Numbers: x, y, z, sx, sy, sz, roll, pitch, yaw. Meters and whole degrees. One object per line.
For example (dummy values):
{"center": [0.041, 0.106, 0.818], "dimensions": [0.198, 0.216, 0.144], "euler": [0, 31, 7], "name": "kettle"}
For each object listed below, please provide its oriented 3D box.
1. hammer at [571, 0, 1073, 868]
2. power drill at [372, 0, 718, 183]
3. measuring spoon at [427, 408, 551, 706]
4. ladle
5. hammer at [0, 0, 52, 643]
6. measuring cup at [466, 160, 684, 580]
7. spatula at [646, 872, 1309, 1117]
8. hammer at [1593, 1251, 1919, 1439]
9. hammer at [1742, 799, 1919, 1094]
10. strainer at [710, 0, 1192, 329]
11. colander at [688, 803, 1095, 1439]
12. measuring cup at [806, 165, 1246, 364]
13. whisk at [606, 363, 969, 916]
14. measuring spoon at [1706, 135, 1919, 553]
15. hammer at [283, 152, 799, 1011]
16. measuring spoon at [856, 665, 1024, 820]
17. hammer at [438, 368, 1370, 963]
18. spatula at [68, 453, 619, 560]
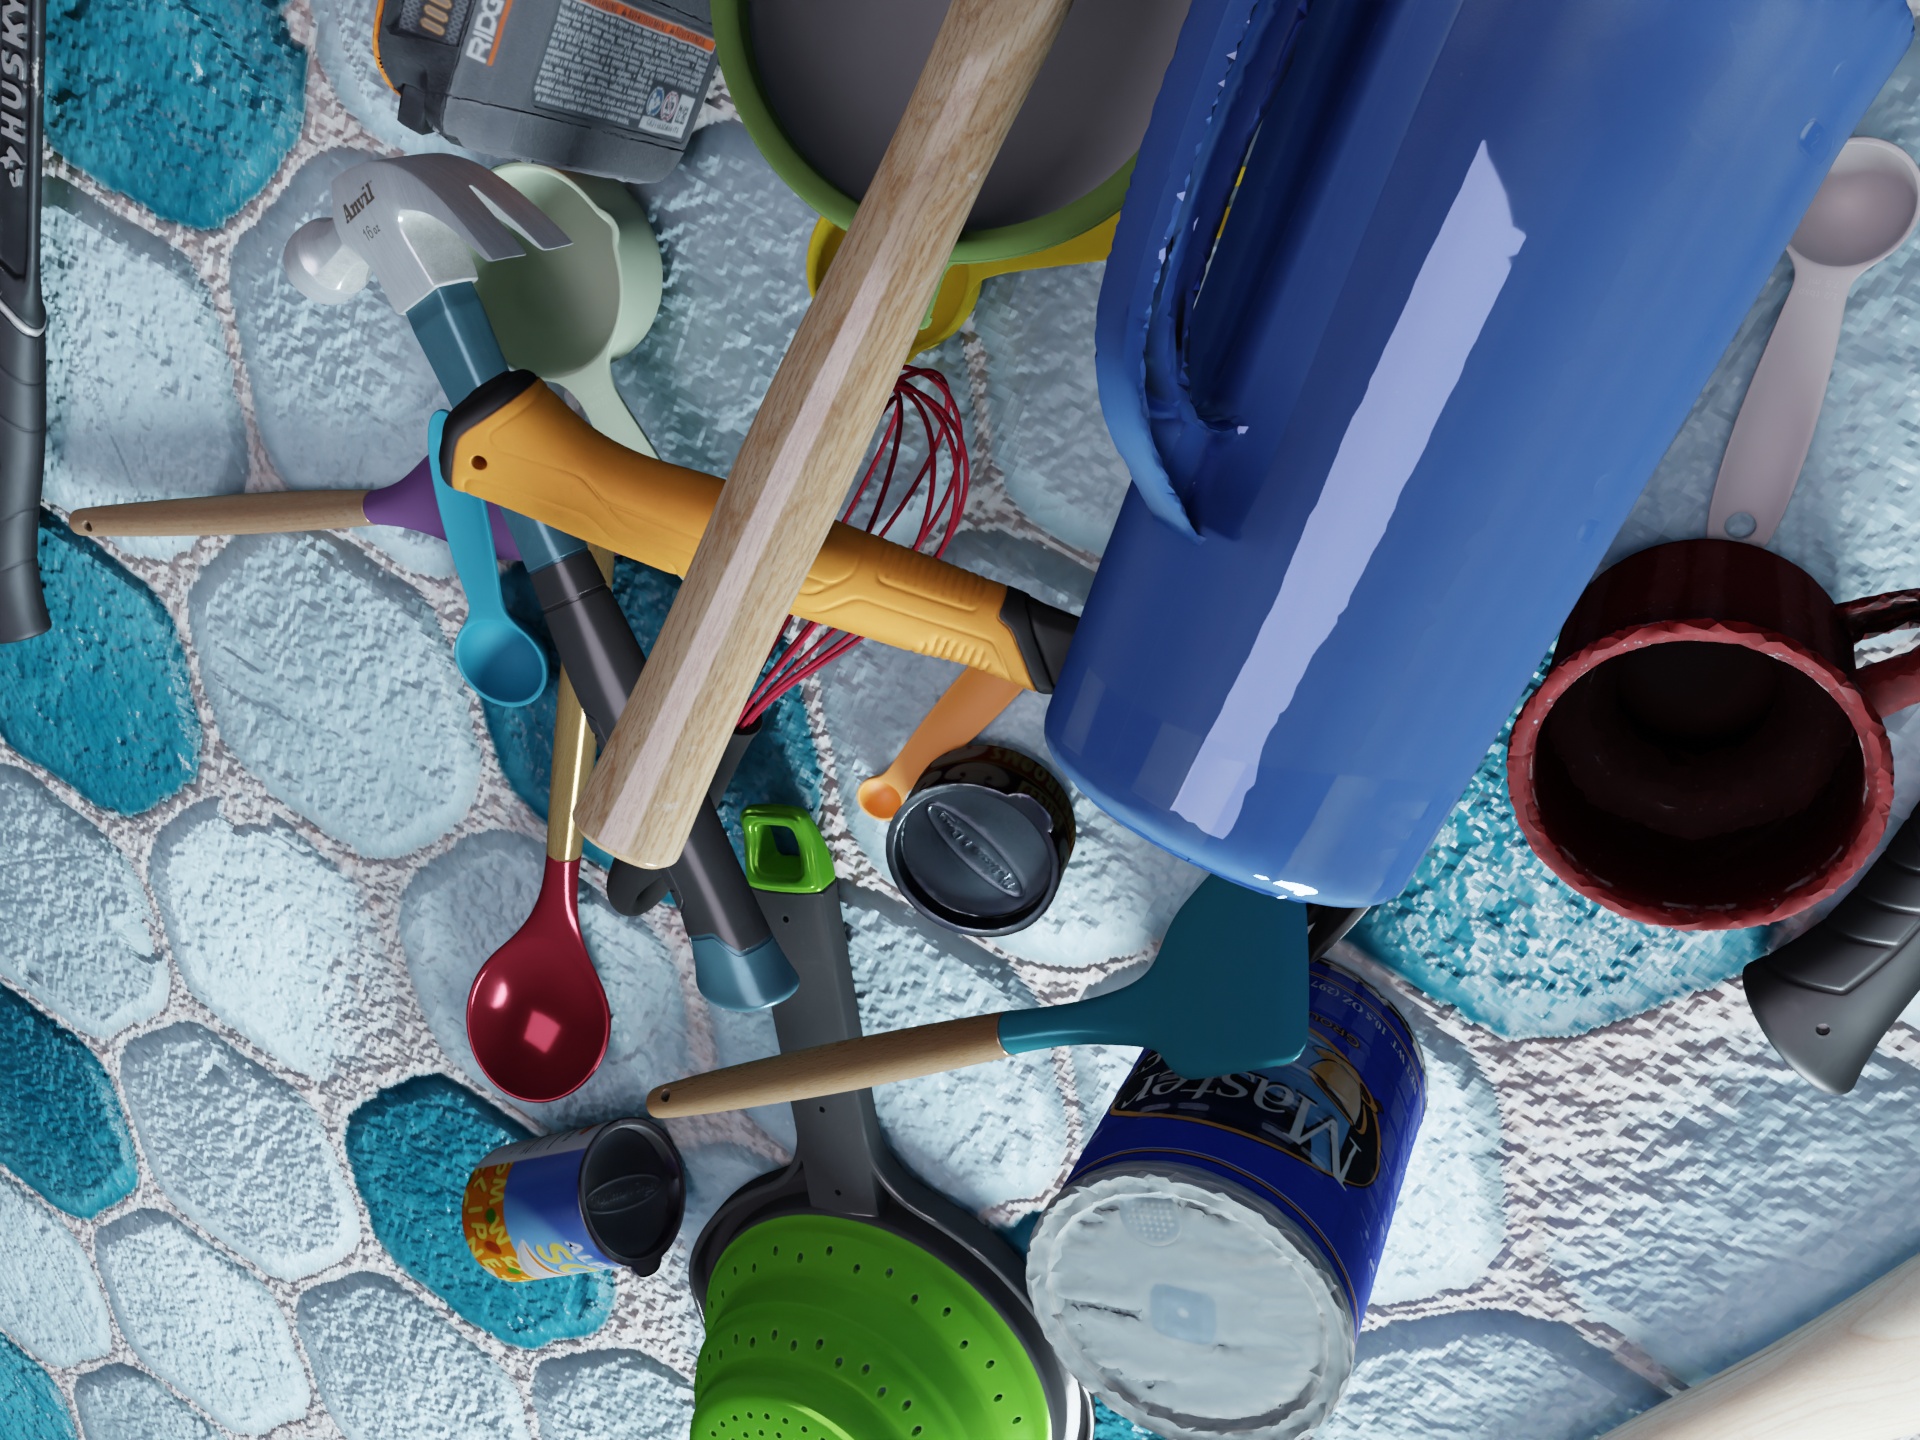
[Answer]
{"center": [-0.033, -0.104, 0.443], "dimensions": [0.130, 0.031, 0.331], "euler": [29, 106, 5], "name": "hammer"}
{"center": [-0.205, -0.254, 0.499], "dimensions": [0.226, 0.164, 0.084], "euler": [29, 110, 10], "name": "power drill"}
{"center": [-0.193, -0.067, 0.650], "dimensions": [0.042, 0.021, 0.128], "euler": [2, 118, 15], "name": "measuring spoon"}
{"center": [-0.169, 0.035, 0.679], "dimensions": [0.069, 0.031, 0.315], "euler": [16, 118, 4], "name": "ladle"}
{"center": [-0.419, -0.203, 0.696], "dimensions": [0.149, 0.036, 0.408], "euler": [28, 122, 6], "name": "hammer"}
{"center": [-0.125, -0.126, 0.590], "dimensions": [0.083, 0.038, 0.167], "euler": [-20, 103, 31], "name": "measuring cup"}
{"center": [-0.010, 0.110, 0.567], "dimensions": [0.317, 0.082, 0.044], "euler": [-20, 143, 34], "name": "spatula"}
{"center": [0.208, 0.312, 0.613], "dimensions": [0.146, 0.038, 0.410], "euler": [41, 122, 7], "name": "hammer"}
{"center": [0.318, -0.026, 0.417], "dimensions": [0.146, 0.035, 0.334], "euler": [29, 121, 13], "name": "hammer"}
{"center": [0.053, -0.233, 0.452], "dimensions": [0.256, 0.069, 0.151], "euler": [-27, 94, 14], "name": "strainer"}
{"center": [-0.062, 0.231, 0.675], "dimensions": [0.204, 0.094, 0.397], "euler": [1, 112, 25], "name": "colander"}
{"center": [0.027, -0.156, 0.515], "dimensions": [0.156, 0.029, 0.062], "euler": [-7, 104, 16], "name": "measuring cup"}
{"center": [-0.078, -0.015, 0.602], "dimensions": [0.073, 0.073, 0.295], "euler": [39, 127, 6], "name": "whisk"}
{"center": [0.232, -0.099, 0.443], "dimensions": [0.034, 0.018, 0.124], "euler": [15, 123, 18], "name": "measuring spoon"}
{"center": [-0.141, -0.045, 0.579], "dimensions": [0.128, 0.033, 0.331], "euler": [-14, 102, 45], "name": "hammer"}
{"center": [-0.001, -0.002, 0.599], "dimensions": [0.021, 0.011, 0.117], "euler": [39, 120, -7], "name": "measuring spoon"}
{"center": [-0.003, -0.027, 0.511], "dimensions": [0.337, 0.034, 0.127], "euler": [20, 121, -5], "name": "hammer"}
{"center": [-0.273, -0.093, 0.686], "dimensions": [0.316, 0.018, 0.059], "euler": [0, 116, 25], "name": "spatula"}
